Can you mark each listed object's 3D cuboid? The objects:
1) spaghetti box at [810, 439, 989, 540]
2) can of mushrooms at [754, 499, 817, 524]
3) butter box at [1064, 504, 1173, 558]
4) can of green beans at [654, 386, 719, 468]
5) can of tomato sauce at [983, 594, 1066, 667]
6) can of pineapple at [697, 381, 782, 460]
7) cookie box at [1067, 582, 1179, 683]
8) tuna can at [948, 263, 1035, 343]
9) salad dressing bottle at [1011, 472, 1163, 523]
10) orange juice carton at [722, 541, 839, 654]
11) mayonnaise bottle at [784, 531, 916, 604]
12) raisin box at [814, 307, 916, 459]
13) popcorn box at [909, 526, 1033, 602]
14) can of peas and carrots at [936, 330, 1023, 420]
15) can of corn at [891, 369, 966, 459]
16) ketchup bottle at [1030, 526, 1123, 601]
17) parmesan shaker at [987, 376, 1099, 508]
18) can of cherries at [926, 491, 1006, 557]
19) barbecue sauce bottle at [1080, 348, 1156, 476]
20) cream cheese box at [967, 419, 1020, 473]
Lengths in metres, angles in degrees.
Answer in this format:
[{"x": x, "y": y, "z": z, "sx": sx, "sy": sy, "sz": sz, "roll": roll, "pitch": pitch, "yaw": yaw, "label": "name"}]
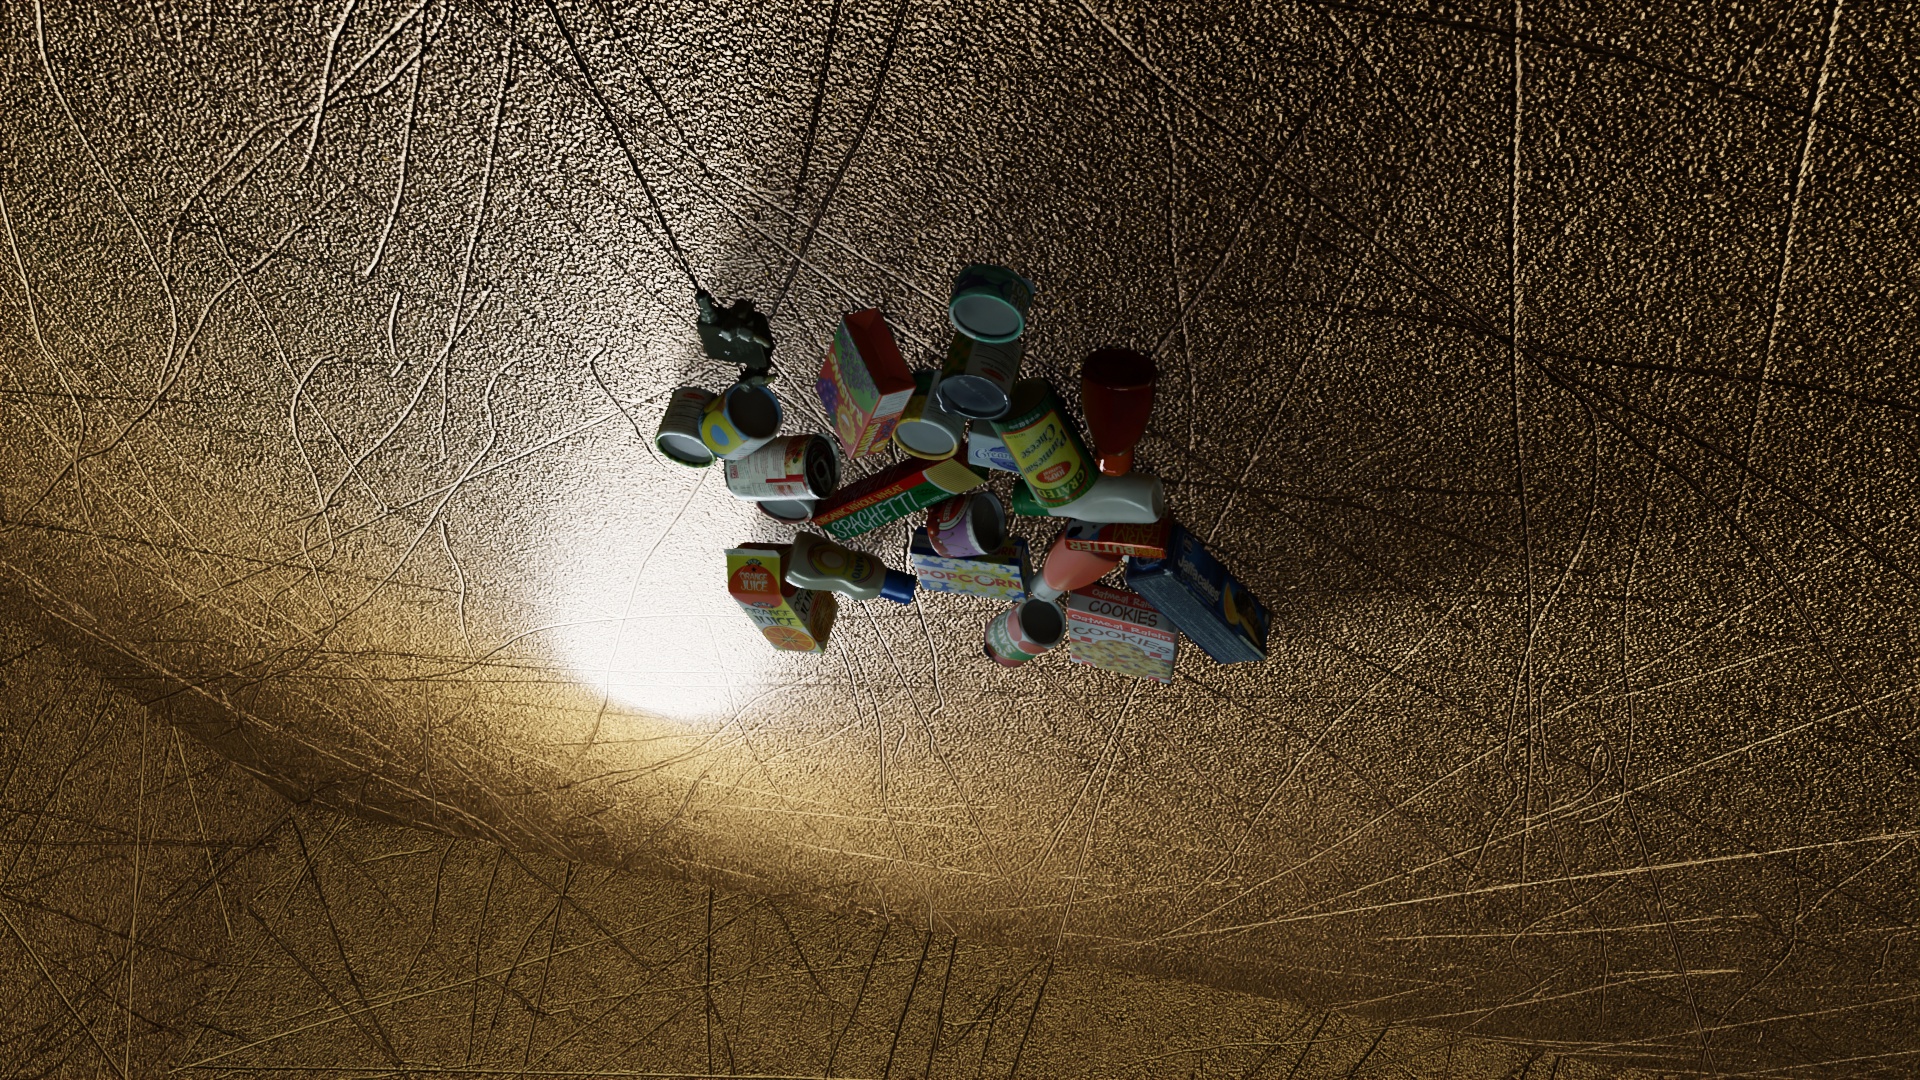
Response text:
[{"x": -0.068, "y": -0.051, "z": 1.463, "sx": 0.050, "sy": 0.029, "sz": 0.249, "roll": 34, "pitch": 146, "yaw": -29, "label": "spaghetti box"}, {"x": -0.191, "y": -0.047, "z": 1.521, "sx": 0.071, "sy": 0.033, "sz": 0.070, "roll": 10, "pitch": 151, "yaw": 6, "label": "can of mushrooms"}, {"x": 0.160, "y": -0.013, "z": 1.399, "sx": 0.103, "sy": 0.053, "sz": 0.024, "roll": 6, "pitch": 152, "yaw": 16, "label": "butter box"}, {"x": -0.271, "y": -0.114, "z": 1.413, "sx": 0.071, "sy": 0.058, "sz": 0.071, "roll": 11, "pitch": 151, "yaw": 6, "label": "can of green beans"}, {"x": 0.074, "y": 0.107, "z": 1.635, "sx": 0.071, "sy": 0.071, "sz": 0.082, "roll": 25, "pitch": 149, "yaw": -19, "label": "can of tomato sauce"}, {"x": -0.218, "y": -0.120, "z": 1.372, "sx": 0.071, "sy": 0.071, "sz": 0.057, "roll": 30, "pitch": 147, "yaw": -26, "label": "can of pineapple"}, {"x": 0.188, "y": 0.106, "z": 1.593, "sx": 0.123, "sy": 0.040, "sz": 0.166, "roll": 12, "pitch": 157, "yaw": 12, "label": "cookie box"}, {"x": 0.027, "y": -0.197, "z": 1.156, "sx": 0.071, "sy": 0.033, "sz": 0.070, "roll": 12, "pitch": 151, "yaw": 7, "label": "tuna can"}, {"x": 0.125, "y": -0.042, "z": 1.375, "sx": 0.147, "sy": 0.044, "sz": 0.064, "roll": 1, "pitch": 156, "yaw": 25, "label": "salad dressing bottle"}, {"x": -0.219, "y": 0.061, "z": 1.684, "sx": 0.072, "sy": 0.073, "sz": 0.192, "roll": 3, "pitch": 149, "yaw": 20, "label": "orange juice carton"}, {"x": -0.126, "y": 0.038, "z": 1.616, "sx": 0.148, "sy": 0.065, "sz": 0.041, "roll": 16, "pitch": 148, "yaw": -11, "label": "mayonnaise bottle"}, {"x": -0.087, "y": -0.140, "z": 1.254, "sx": 0.040, "sy": 0.086, "sz": 0.122, "roll": -19, "pitch": 163, "yaw": -26, "label": "raisin box"}, {"x": 0.013, "y": 0.027, "z": 1.552, "sx": 0.127, "sy": 0.038, "sz": 0.085, "roll": 7, "pitch": 150, "yaw": 14, "label": "popcorn box"}, {"x": 0.016, "y": -0.147, "z": 1.222, "sx": 0.071, "sy": 0.059, "sz": 0.070, "roll": 12, "pitch": 151, "yaw": 7, "label": "can of peas and carrots"}, {"x": -0.028, "y": -0.116, "z": 1.298, "sx": 0.071, "sy": 0.058, "sz": 0.071, "roll": 11, "pitch": 151, "yaw": 7, "label": "can of corn"}, {"x": 0.119, "y": 0.025, "z": 1.492, "sx": 0.065, "sy": 0.044, "sz": 0.148, "roll": 34, "pitch": 149, "yaw": -5, "label": "ketchup bottle"}, {"x": 0.073, "y": -0.088, "z": 1.265, "sx": 0.071, "sy": 0.072, "sz": 0.102, "roll": -8, "pitch": 129, "yaw": 35, "label": "parmesan shaker"}, {"x": 0.005, "y": -0.018, "z": 1.449, "sx": 0.058, "sy": 0.072, "sz": 0.071, "roll": -6, "pitch": 145, "yaw": 34, "label": "can of cherries"}, {"x": 0.140, "y": -0.111, "z": 1.245, "sx": 0.065, "sy": 0.044, "sz": 0.148, "roll": 10, "pitch": 152, "yaw": 10, "label": "barbecue sauce bottle"}, {"x": 0.060, "y": -0.087, "z": 1.343, "sx": 0.104, "sy": 0.024, "sz": 0.053, "roll": 12, "pitch": 150, "yaw": 5, "label": "cream cheese box"}]
